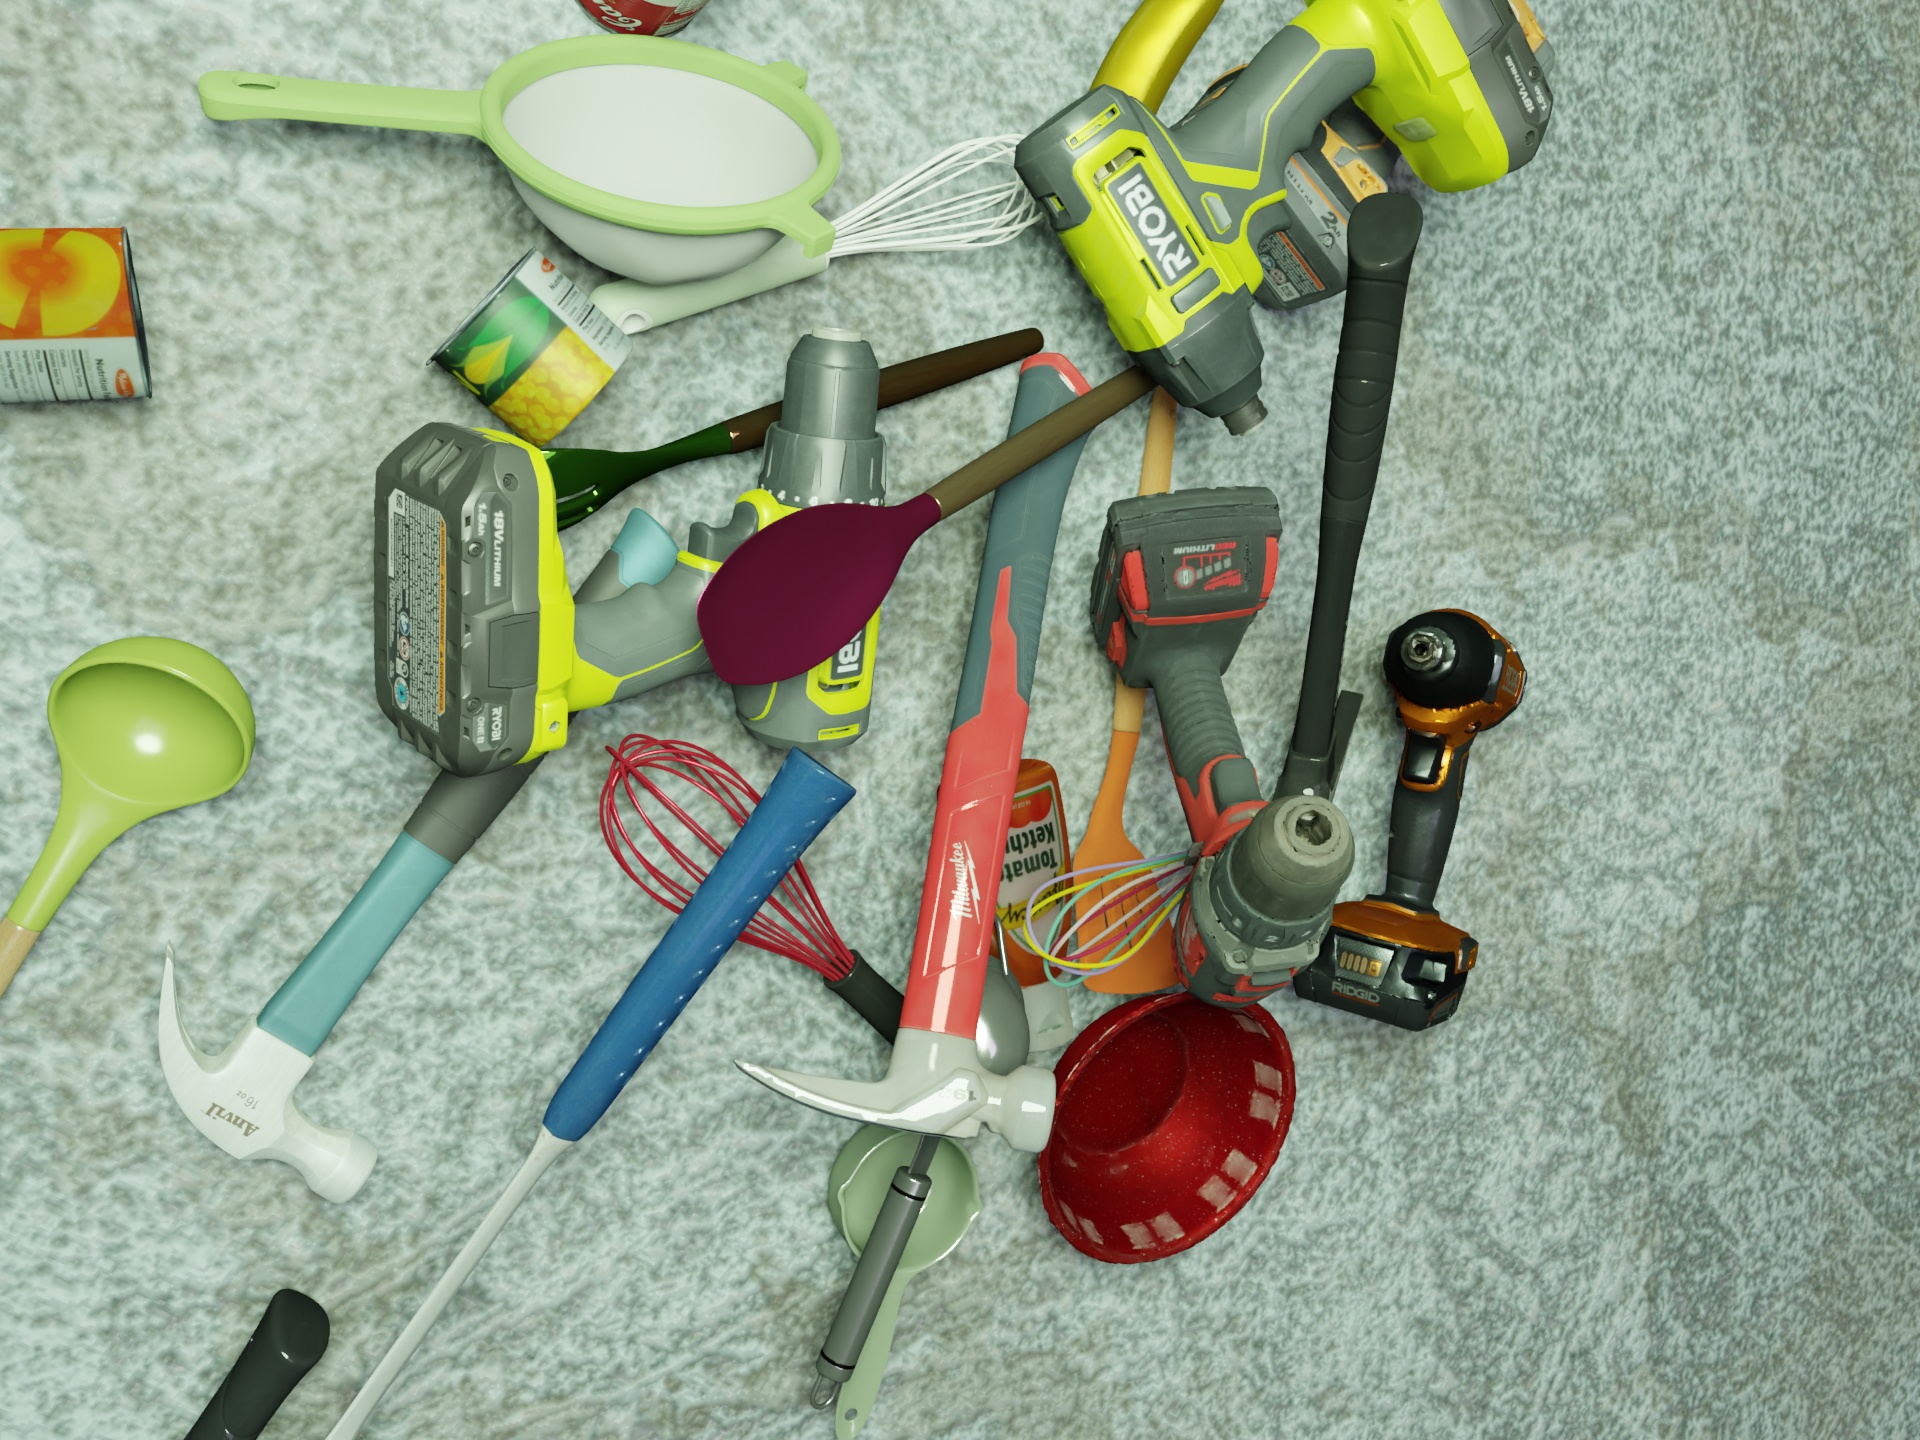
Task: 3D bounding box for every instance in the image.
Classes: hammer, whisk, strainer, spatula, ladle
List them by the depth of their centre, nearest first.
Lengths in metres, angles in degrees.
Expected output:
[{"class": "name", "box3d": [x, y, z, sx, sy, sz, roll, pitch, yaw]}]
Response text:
[{"class": "ladle", "box3d": [-0.391, 0.107, 0.635, 0.078, 0.062, 0.320, 33, 84, -24]}, {"class": "hammer", "box3d": [-0.389, 0.428, 0.648, 0.036, 0.149, 0.409, 38, 71, -24]}, {"class": "hammer", "box3d": [-0.178, 0.184, 0.676, 0.035, 0.144, 0.405, 35, 87, 15]}, {"class": "strainer", "box3d": [-0.181, -0.232, 0.678, 0.256, 0.152, 0.069, 0, 138, -14]}, {"class": "hammer", "box3d": [-0.229, 0.046, 0.714, 0.128, 0.033, 0.331, 40, 79, -24]}, {"class": "whisk", "box3d": [-0.062, -0.230, 0.758, 0.246, 0.057, 0.059, -24, 71, -18]}, {"class": "hammer", "box3d": [-0.001, -0.002, 0.758, 0.143, 0.038, 0.386, 11, 73, -3]}, {"class": "whisk", "box3d": [-0.071, 0.111, 0.781, 0.073, 0.073, 0.295, -49, 118, -12]}, {"class": "hammer", "box3d": [0.188, -0.089, 0.784, 0.146, 0.035, 0.334, -58, 153, -50]}, {"class": "strainer", "box3d": [-0.019, 0.222, 0.785, 0.086, 0.050, 0.258, 23, 90, -43]}, {"class": "whisk", "box3d": [0.121, 0.081, 0.836, 0.245, 0.047, 0.051, -21, 104, -43]}, {"class": "spatula", "box3d": [0.099, -0.017, 0.854, 0.081, 0.041, 0.322, 5, 92, -41]}]

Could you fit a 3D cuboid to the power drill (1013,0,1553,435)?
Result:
[{"class": "power drill", "box3d": [0.157, -0.257, 0.748, 0.223, 0.080, 0.171, -38, 109, -6]}]

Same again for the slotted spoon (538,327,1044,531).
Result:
[{"class": "slotted spoon", "box3d": [-0.088, -0.141, 0.751, 0.313, 0.070, 0.031, -24, 81, -26]}]

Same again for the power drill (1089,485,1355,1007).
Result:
[{"class": "power drill", "box3d": [0.121, 0.005, 0.722, 0.080, 0.187, 0.227, -6, 67, -4]}]

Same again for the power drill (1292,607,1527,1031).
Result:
[{"class": "power drill", "box3d": [0.251, 0.050, 0.876, 0.164, 0.084, 0.226, 12, 91, -62]}]

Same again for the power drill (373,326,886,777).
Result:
[{"class": "power drill", "box3d": [-0.124, -0.072, 0.679, 0.228, 0.080, 0.190, -11, 115, -43]}]

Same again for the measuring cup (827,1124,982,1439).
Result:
[{"class": "measuring cup", "box3d": [-0.044, 0.286, 0.825, 0.083, 0.038, 0.167, 15, 92, -25]}]

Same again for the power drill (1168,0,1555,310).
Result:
[{"class": "power drill", "box3d": [0.203, -0.356, 0.846, 0.185, 0.084, 0.226, 46, 73, -19]}]

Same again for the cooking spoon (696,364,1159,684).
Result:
[{"class": "cooking spoon", "box3d": [0.003, -0.109, 0.734, 0.319, 0.017, 0.068, -36, 125, -33]}]
